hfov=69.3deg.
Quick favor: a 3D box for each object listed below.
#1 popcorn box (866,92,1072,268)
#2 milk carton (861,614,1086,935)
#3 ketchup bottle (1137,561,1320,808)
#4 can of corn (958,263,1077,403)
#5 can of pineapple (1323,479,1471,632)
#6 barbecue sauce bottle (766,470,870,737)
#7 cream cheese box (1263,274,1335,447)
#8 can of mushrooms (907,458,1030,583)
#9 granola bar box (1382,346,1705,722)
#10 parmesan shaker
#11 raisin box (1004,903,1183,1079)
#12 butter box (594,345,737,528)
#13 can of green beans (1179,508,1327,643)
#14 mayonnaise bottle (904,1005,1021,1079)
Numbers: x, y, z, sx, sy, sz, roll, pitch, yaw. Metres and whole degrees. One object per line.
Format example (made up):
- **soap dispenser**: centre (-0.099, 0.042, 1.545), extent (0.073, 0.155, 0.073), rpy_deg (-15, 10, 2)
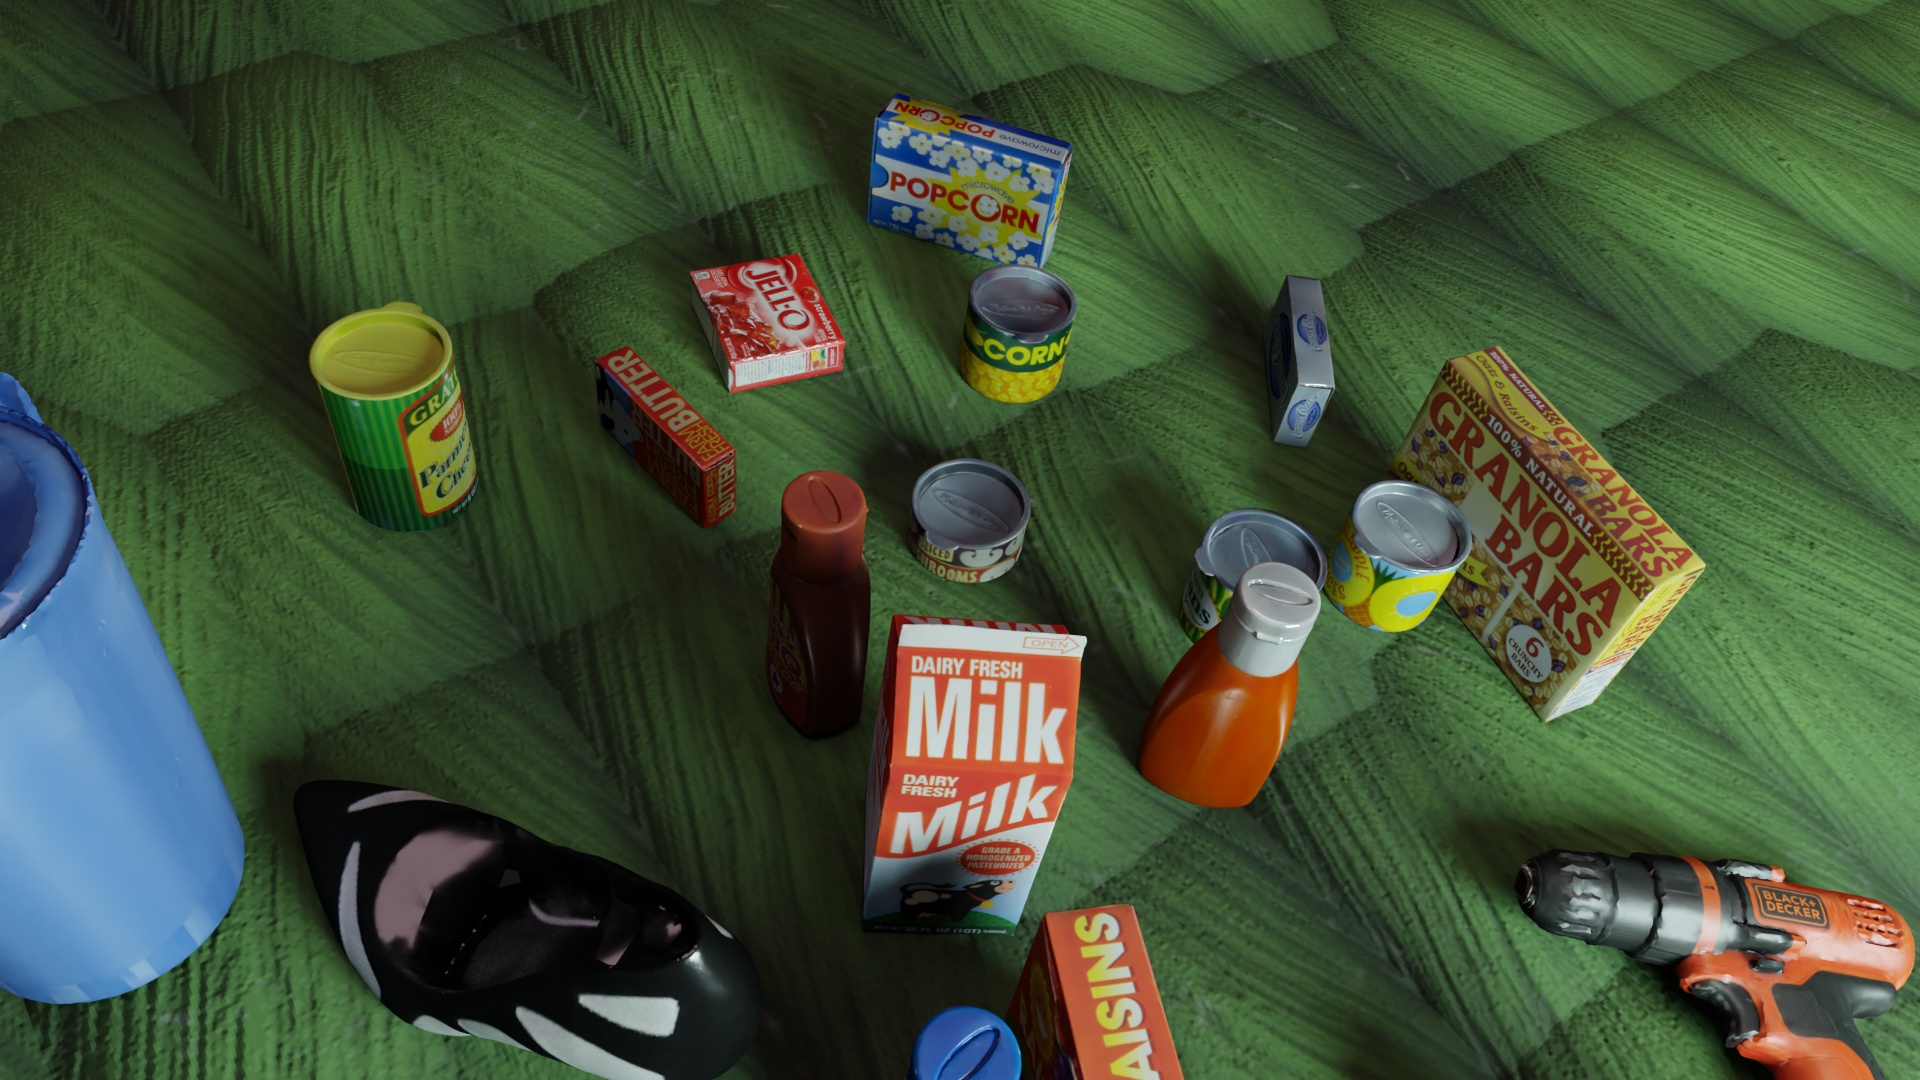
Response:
- **popcorn box**: centre (0.005, -0.238, 0.927), extent (0.127, 0.084, 0.038), rpy_deg (18, 50, 7)
- **milk carton**: centre (0.001, 0.092, 0.582), extent (0.072, 0.189, 0.074), rpy_deg (3, 50, -6)
- **ketchup bottle**: centre (0.128, 0.070, 0.647), extent (0.065, 0.148, 0.044), rpy_deg (16, 50, 5)
- **can of corn**: centre (0.035, -0.125, 0.855), extent (0.071, 0.058, 0.071), rpy_deg (4, 50, -5)
- **can of pineapple**: centre (0.240, 0.009, 0.775), extent (0.071, 0.057, 0.071), rpy_deg (4, 50, -5)
- **barbecue sauce bottle**: centre (-0.066, 0.029, 0.652), extent (0.044, 0.147, 0.065), rpy_deg (-17, 55, -21)
- **cream cheese box**: centre (0.213, -0.114, 0.876), extent (0.024, 0.053, 0.104), rpy_deg (8, 50, -2)
- **can of mushrooms**: centre (0.003, -0.010, 0.770), extent (0.071, 0.033, 0.071), rpy_deg (4, 50, -5)
- **granola bar box**: centre (0.304, -0.004, 0.753), extent (0.039, 0.123, 0.166), rpy_deg (-15, 54, -20)
- **parmesan shaker**: centre (-0.291, -0.063, 0.724), extent (0.071, 0.102, 0.072), rpy_deg (4, 50, -5)
- **raisin box**: centre (0.048, 0.207, 0.537), extent (0.040, 0.122, 0.086), rpy_deg (-4, 51, -12)
- **butter box**: centre (-0.163, -0.058, 0.772), extent (0.024, 0.052, 0.104), rpy_deg (-33, 62, -30)
- **can of green beans**: centre (0.156, 0.026, 0.748), extent (0.071, 0.057, 0.071), rpy_deg (4, 50, -5)
- **mayonnaise bottle**: centre (-0.006, 0.214, 0.507), extent (0.041, 0.147, 0.065), rpy_deg (40, 56, 23)
